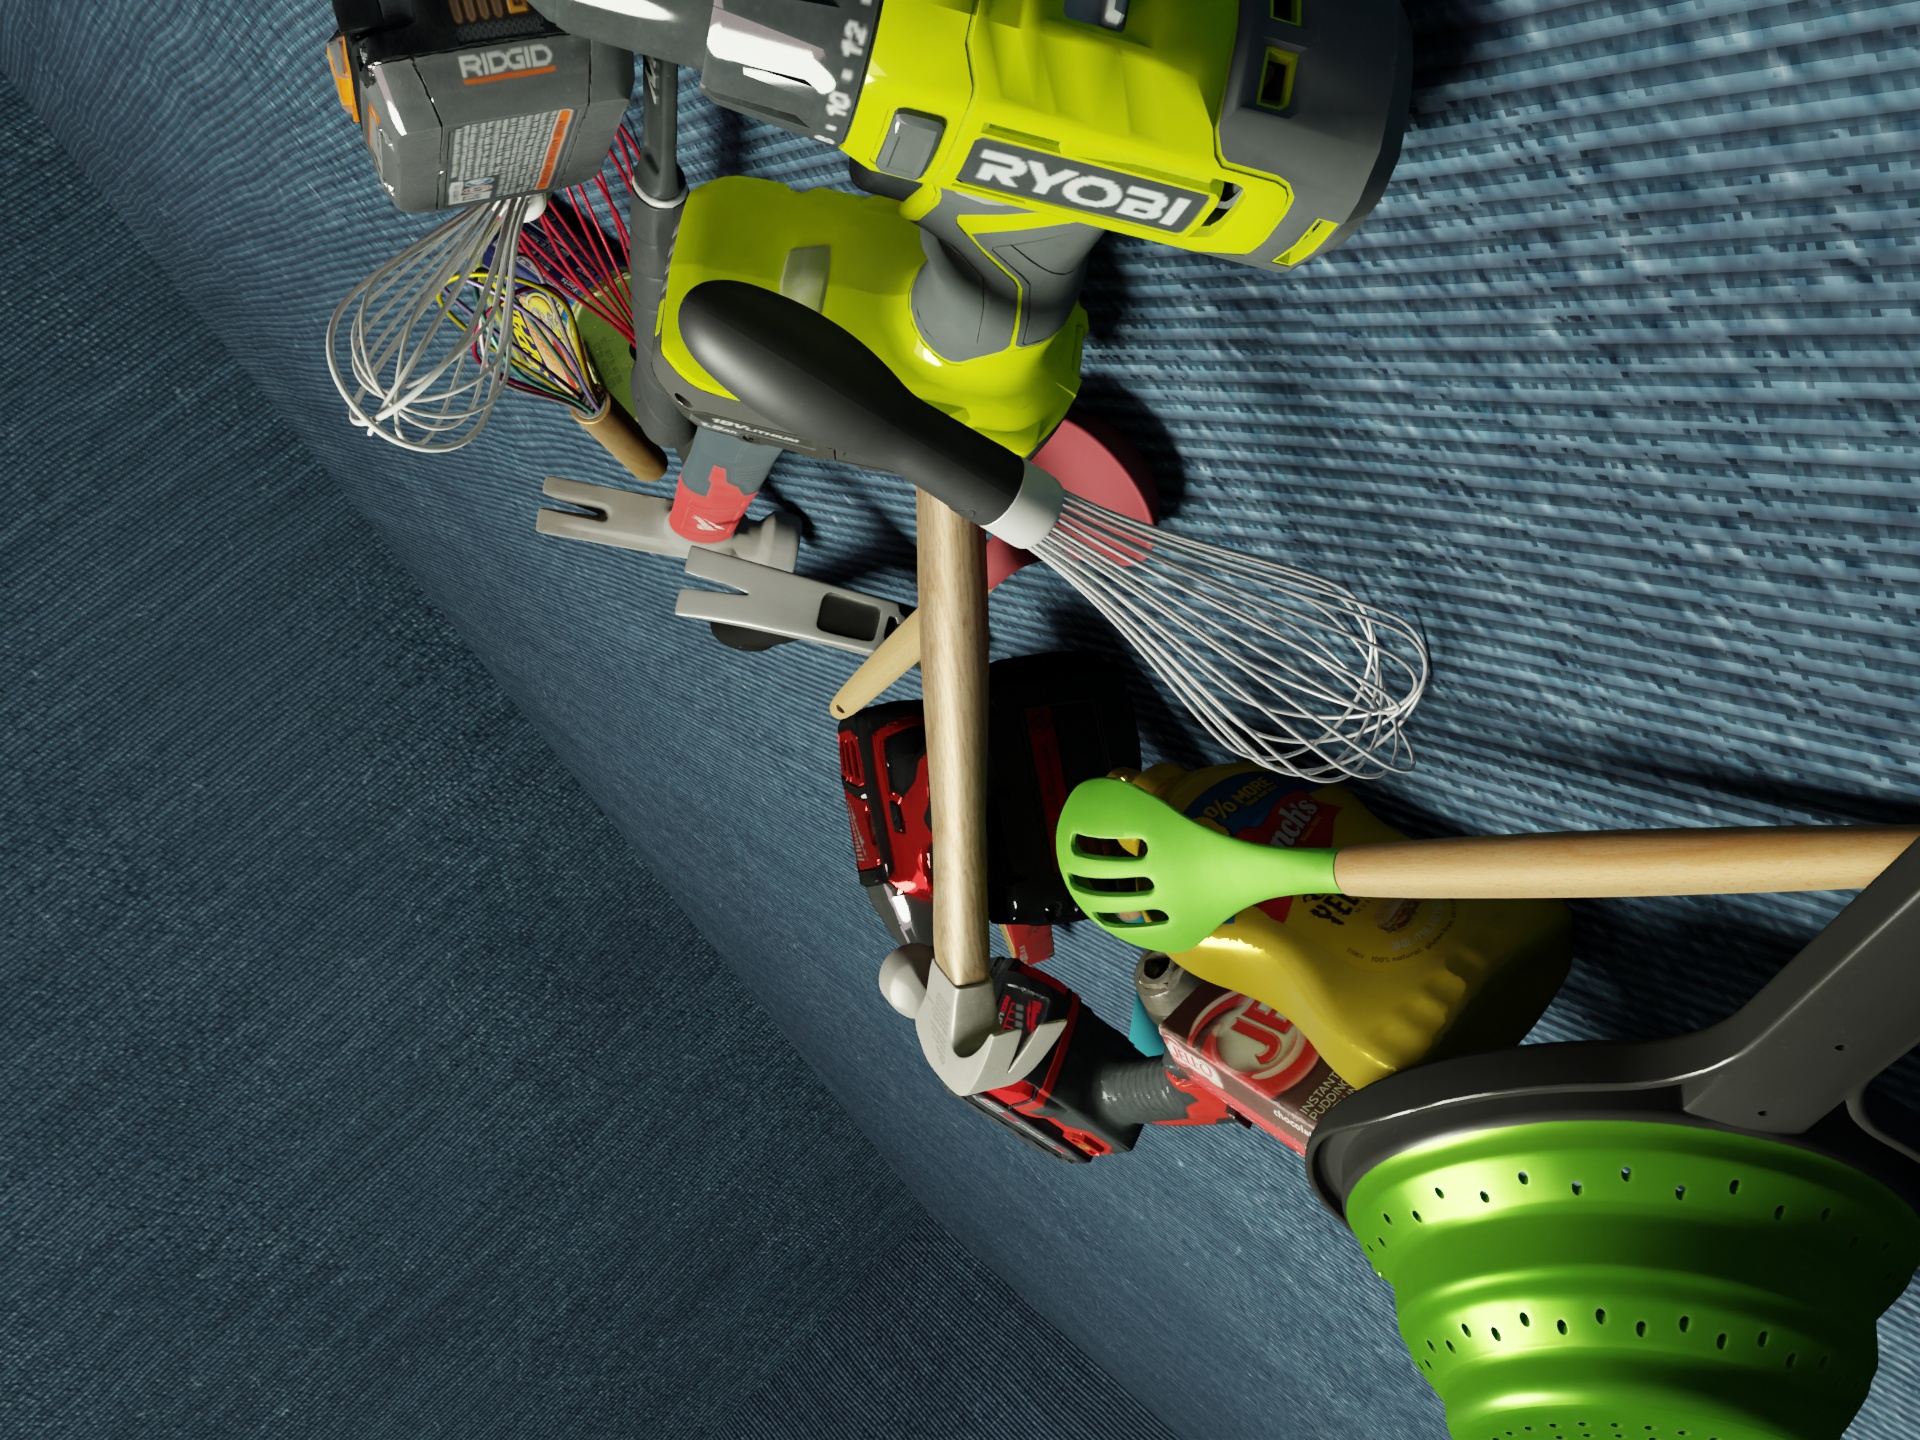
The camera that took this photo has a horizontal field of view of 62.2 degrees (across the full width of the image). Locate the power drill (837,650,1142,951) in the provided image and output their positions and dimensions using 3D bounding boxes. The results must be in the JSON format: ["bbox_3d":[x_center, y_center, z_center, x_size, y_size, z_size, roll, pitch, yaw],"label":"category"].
[{"bbox_3d":[0.005,0.049,0.769,0.219,0.078,0.143,159,102,-65],"label":"power drill"}]

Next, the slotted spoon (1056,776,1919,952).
[{"bbox_3d":[0.141,0.044,0.494,0.314,0.031,0.070,-7,106,46],"label":"slotted spoon"}]

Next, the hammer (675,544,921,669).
[{"bbox_3d":[-0.108,-0.058,0.926,0.146,0.035,0.335,14,178,-17],"label":"hammer"}]

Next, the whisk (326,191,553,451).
[{"bbox_3d":[-0.168,-0.189,0.584,0.058,0.247,0.059,-24,131,37],"label":"whisk"}]

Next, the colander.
[{"bbox_3d":[0.218,0.141,0.443,0.204,0.095,0.396,11,143,3],"label":"colander"}]

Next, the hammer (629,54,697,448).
[{"bbox_3d":[-0.107,-0.204,0.583,0.408,0.036,0.149,120,129,-70],"label":"hammer"}]

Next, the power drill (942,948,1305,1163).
[{"bbox_3d":[0.094,0.167,0.804,0.227,0.080,0.187,-9,140,47],"label":"power drill"}]

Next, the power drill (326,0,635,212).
[{"bbox_3d":[-0.164,-0.283,0.467,0.164,0.084,0.226,-168,63,-71],"label":"power drill"}]

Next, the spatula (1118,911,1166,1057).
[{"bbox_3d":[0.079,0.095,0.873,0.082,0.044,0.317,25,150,51],"label":"spatula"}]

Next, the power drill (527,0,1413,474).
[{"bbox_3d":[-0.020,-0.138,0.418,0.190,0.080,0.228,10,170,-12],"label":"power drill"}]

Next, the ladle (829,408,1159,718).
[{"bbox_3d":[0.000,-0.051,0.681,0.069,0.031,0.315,49,151,-3],"label":"ladle"}]

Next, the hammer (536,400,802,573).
[{"bbox_3d":[-0.121,-0.113,0.710,0.143,0.038,0.386,9,176,-12],"label":"hammer"}]

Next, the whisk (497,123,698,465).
[{"bbox_3d":[-0.159,-0.198,0.785,0.073,0.073,0.295,39,166,25],"label":"whisk"}]

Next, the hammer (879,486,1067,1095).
[{"bbox_3d":[-0.001,-0.002,0.620,0.130,0.031,0.331,-141,45,-59],"label":"hammer"}]

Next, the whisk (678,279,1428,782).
[{"bbox_3d":[0.041,-0.048,0.462,0.284,0.070,0.070,26,176,-32],"label":"whisk"}]

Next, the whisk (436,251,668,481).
[{"bbox_3d":[-0.181,-0.158,0.760,0.051,0.047,0.245,60,-179,11],"label":"whisk"}]
